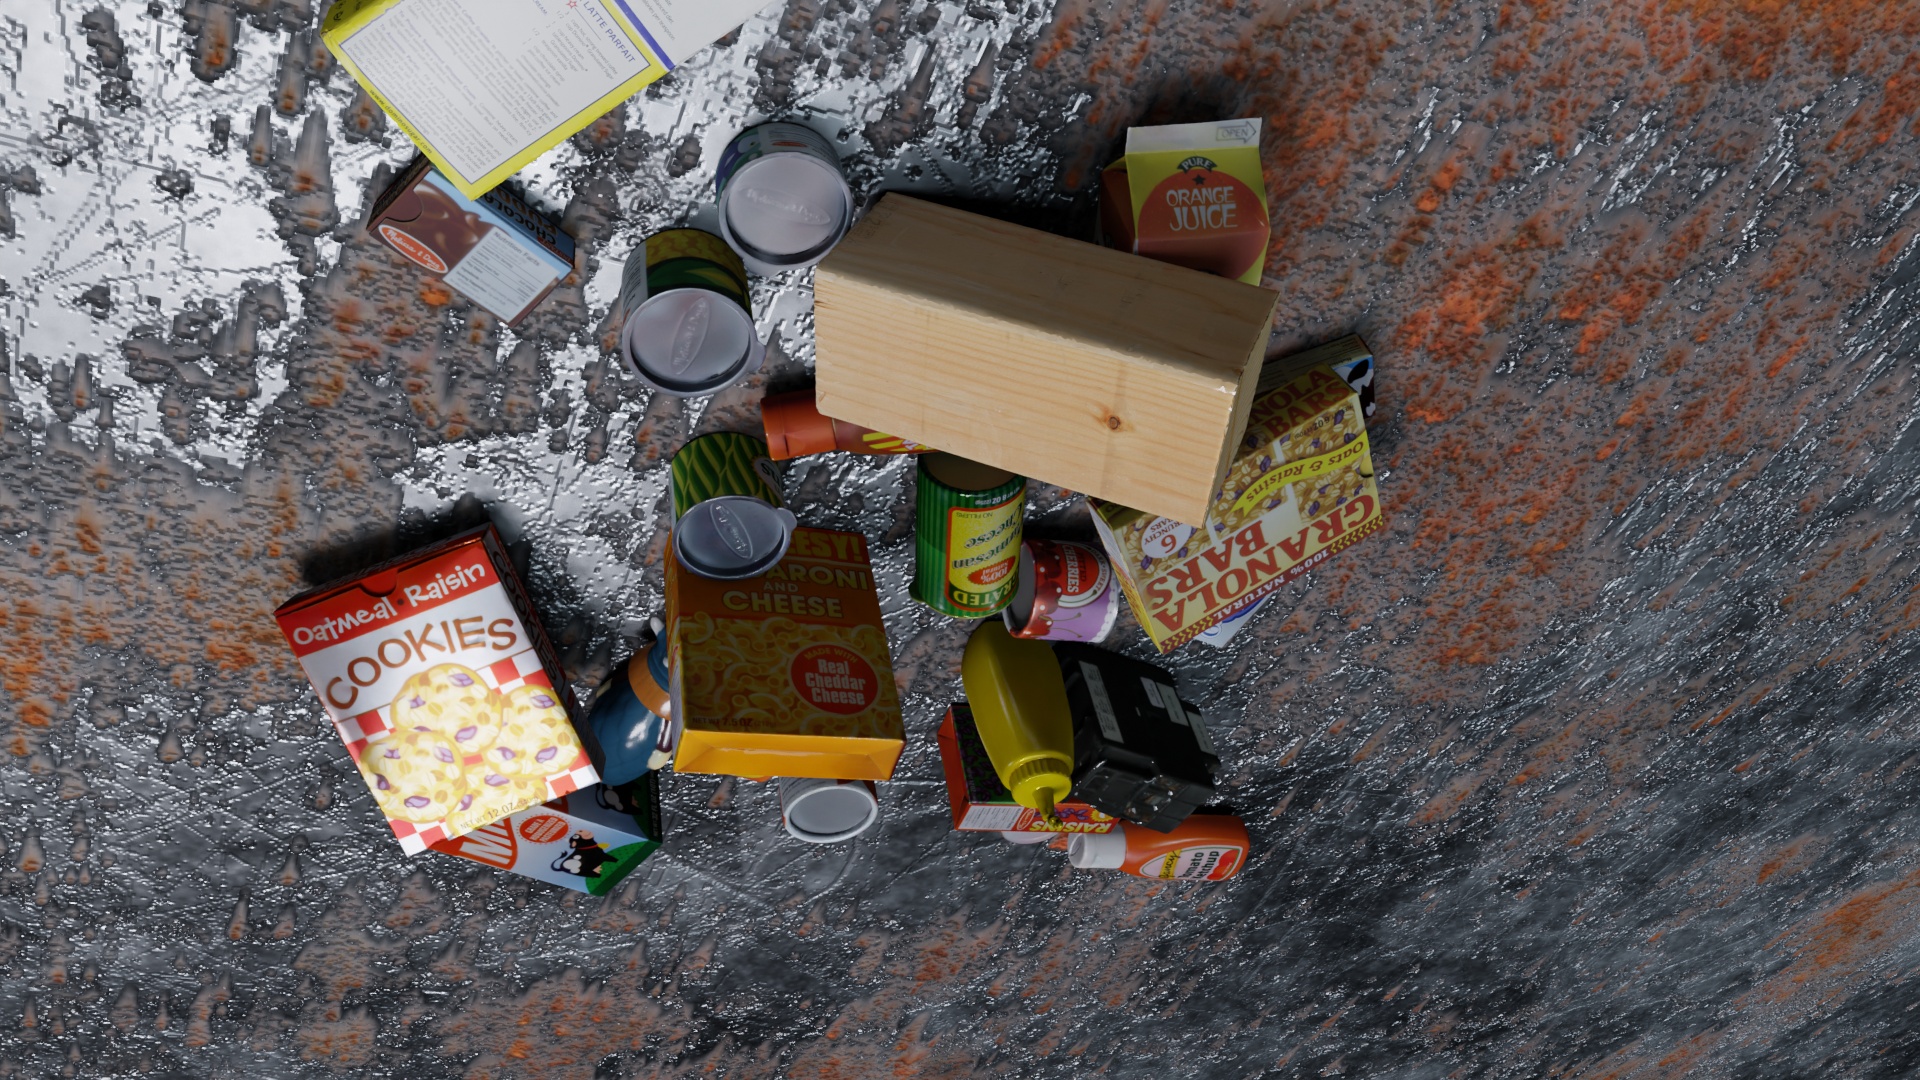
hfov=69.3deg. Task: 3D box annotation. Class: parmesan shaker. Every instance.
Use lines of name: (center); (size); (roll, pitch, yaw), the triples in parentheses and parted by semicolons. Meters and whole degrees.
parmesan shaker: (0.003, -0.011, 0.840); (0.071, 0.071, 0.102); (-7, 134, -9)

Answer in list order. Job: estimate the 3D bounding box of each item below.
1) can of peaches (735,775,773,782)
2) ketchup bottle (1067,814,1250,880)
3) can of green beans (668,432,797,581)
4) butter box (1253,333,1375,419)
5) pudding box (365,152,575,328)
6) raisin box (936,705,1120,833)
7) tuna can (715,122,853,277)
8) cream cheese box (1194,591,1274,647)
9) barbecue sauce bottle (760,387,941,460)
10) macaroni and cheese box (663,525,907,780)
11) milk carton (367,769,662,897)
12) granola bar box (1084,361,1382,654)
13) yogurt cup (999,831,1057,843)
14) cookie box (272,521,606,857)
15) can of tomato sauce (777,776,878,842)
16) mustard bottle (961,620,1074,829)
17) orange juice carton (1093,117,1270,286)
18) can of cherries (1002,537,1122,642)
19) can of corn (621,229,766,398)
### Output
can of peaches: (-0.152, 0.125, 0.928); (0.058, 0.071, 0.071); (21, 124, -31)
ketchup bottle: (0.163, 0.255, 1.157); (0.149, 0.044, 0.064); (6, 131, -20)
can of green beans: (-0.134, -0.020, 0.801); (0.071, 0.058, 0.071); (-8, 134, -8)
butter box: (0.201, -0.086, 0.855); (0.103, 0.024, 0.053); (-19, 134, 2)
pudding box: (-0.234, -0.147, 0.671); (0.049, 0.030, 0.083); (-37, 131, 21)
raisin box: (0.052, 0.166, 1.010); (0.123, 0.086, 0.039); (6, 134, -19)
tuna can: (-0.089, -0.168, 0.689); (0.071, 0.033, 0.070); (-8, 134, -8)
cream cheese box: (0.189, 0.027, 0.960); (0.053, 0.024, 0.103); (18, 126, -28)
barbecue sauce bottle: (-0.037, -0.075, 0.785); (0.149, 0.044, 0.064); (-10, 138, -5)
macaroni and cheese box: (-0.107, 0.060, 0.808); (0.124, 0.167, 0.040); (6, 131, -20)
milk carton: (-0.299, 0.167, 0.924); (0.190, 0.073, 0.073); (30, 119, -35)
granola bar box: (0.171, -0.016, 0.844); (0.166, 0.039, 0.123); (-30, 134, -2)
yogurt cup: (0.051, 0.194, 1.060); (0.072, 0.054, 0.072); (-7, 134, -8)
cookie box: (-0.301, 0.088, 0.815); (0.123, 0.040, 0.167); (-21, 109, -4)
can of tomato sauce: (-0.093, 0.158, 0.964); (0.071, 0.083, 0.070); (-8, 134, -8)
mustard bottle: (0.043, 0.125, 0.917); (0.065, 0.161, 0.048); (15, 129, -25)
orange juice carton: (0.112, -0.136, 0.747); (0.072, 0.073, 0.191); (-5, 133, -9)
can of cherries: (0.064, 0.030, 0.897); (0.058, 0.072, 0.071); (5, 131, -18)
can of corn: (-0.137, -0.116, 0.708); (0.071, 0.058, 0.070); (-8, 134, -8)
